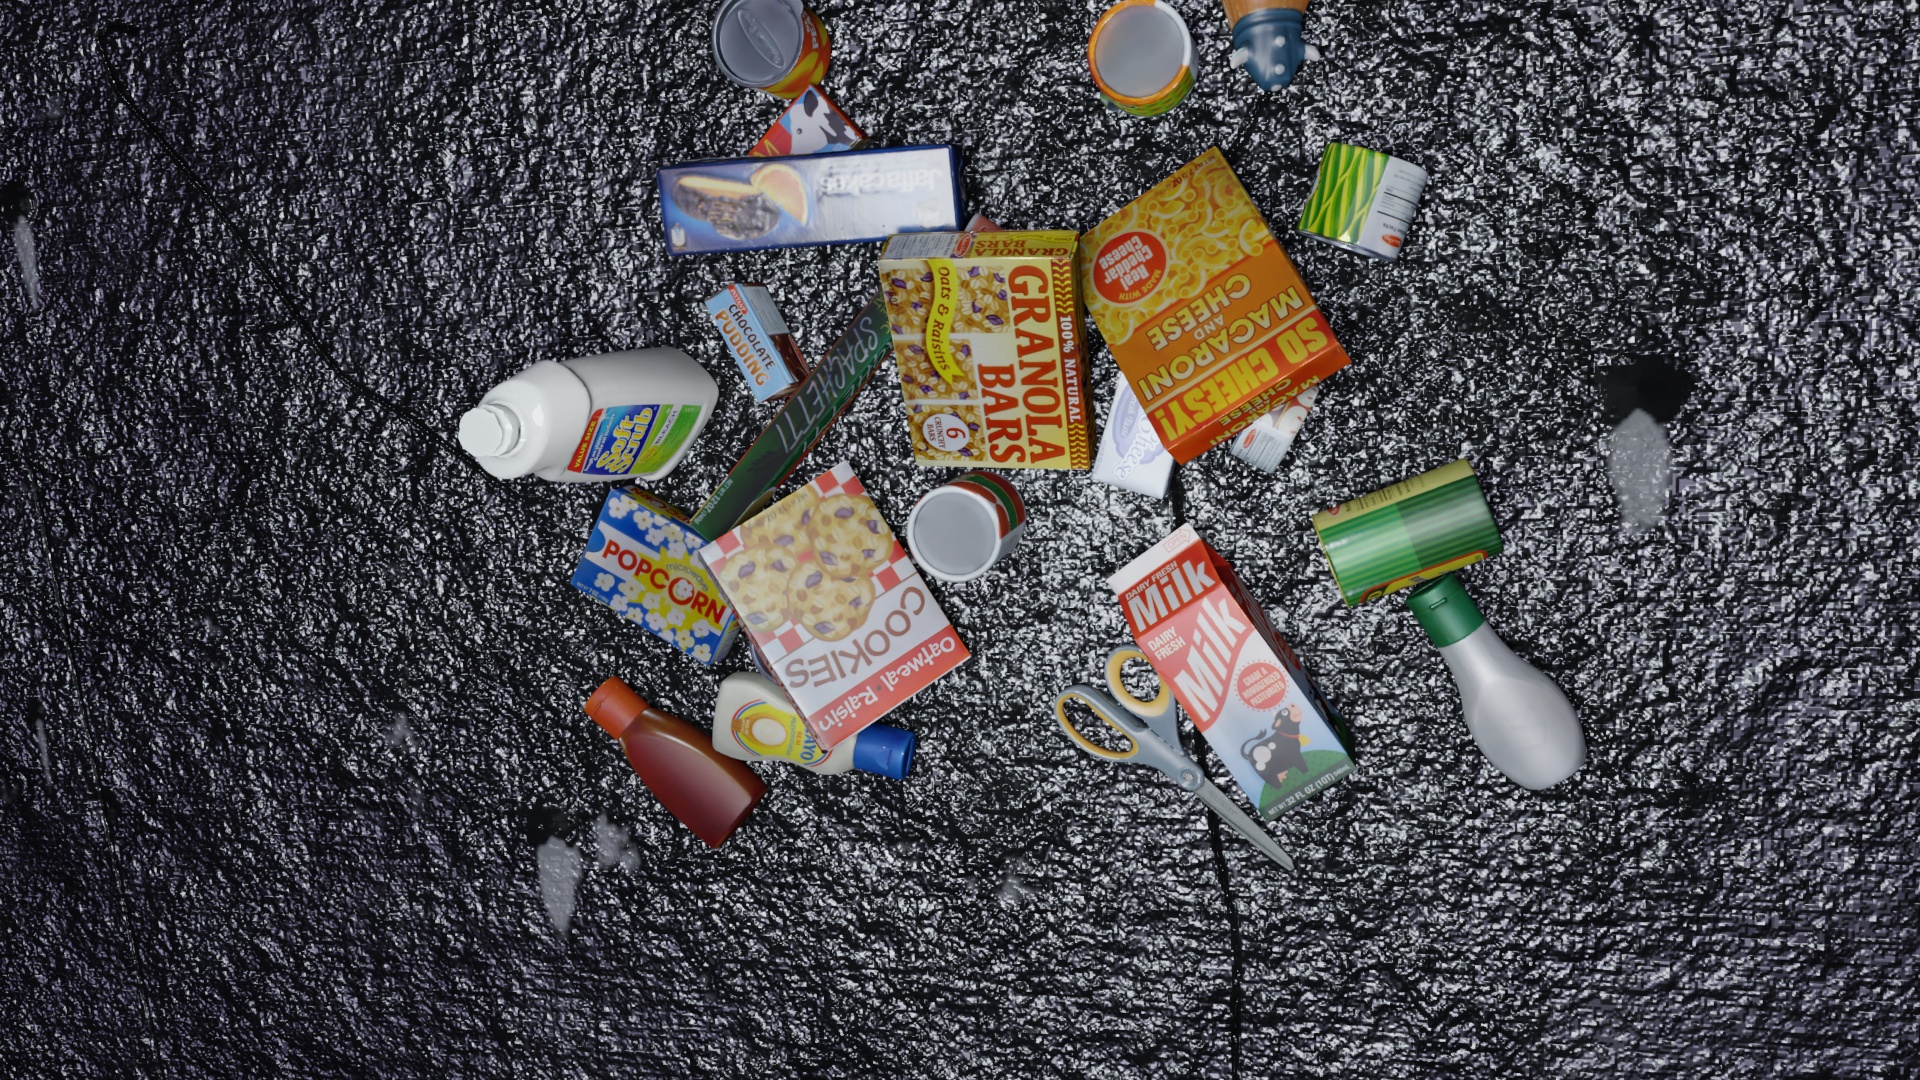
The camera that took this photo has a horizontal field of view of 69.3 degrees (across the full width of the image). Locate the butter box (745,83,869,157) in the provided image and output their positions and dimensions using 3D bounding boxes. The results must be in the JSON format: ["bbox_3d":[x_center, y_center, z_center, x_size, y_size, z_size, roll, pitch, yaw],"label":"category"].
[{"bbox_3d":[-0.118,-0.264,0.975,0.103,0.024,0.053,-43,88,16],"label":"butter box"}]

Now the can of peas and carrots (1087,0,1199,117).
[{"bbox_3d":[0.116,-0.308,0.893,0.071,0.059,0.070,2,99,14],"label":"can of peas and carrots"}]

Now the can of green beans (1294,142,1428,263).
[{"bbox_3d":[0.251,-0.212,0.871,0.071,0.071,0.057,20,103,10],"label":"can of green beans"}]

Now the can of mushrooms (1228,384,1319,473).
[{"bbox_3d":[0.205,-0.081,0.905,0.033,0.071,0.071,28,105,8],"label":"can of mushrooms"}]

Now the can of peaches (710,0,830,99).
[{"bbox_3d":[-0.126,-0.340,0.948,0.071,0.058,0.071,2,99,14],"label":"can of peaches"}]

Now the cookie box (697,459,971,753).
[{"bbox_3d":[-0.089,0.047,0.983,0.123,0.040,0.167,-33,90,-15],"label":"cookie box"}]

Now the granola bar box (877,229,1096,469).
[{"bbox_3d":[0.021,-0.123,0.915,0.124,0.039,0.164,2,132,13],"label":"granola bar box"}]

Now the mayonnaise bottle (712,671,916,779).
[{"bbox_3d":[-0.108,0.142,1.029,0.148,0.041,0.064,12,102,12],"label":"mayonnaise bottle"}]

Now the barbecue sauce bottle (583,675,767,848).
[{"bbox_3d":[-0.221,0.164,1.060,0.148,0.044,0.064,40,109,6],"label":"barbecue sauce bottle"}]

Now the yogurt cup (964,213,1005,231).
[{"bbox_3d":[0.021,-0.179,0.935,0.054,0.072,0.072,26,104,0],"label":"yogurt cup"}]

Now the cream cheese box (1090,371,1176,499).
[{"bbox_3d":[0.128,-0.085,0.944,0.053,0.024,0.103,17,103,9],"label":"cream cheese box"}]

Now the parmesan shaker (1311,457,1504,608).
[{"bbox_3d":[0.287,-0.004,0.892,0.103,0.071,0.071,-22,93,16],"label":"parmesan shaker"}]

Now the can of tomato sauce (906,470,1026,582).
[{"bbox_3d":[0.003,-0.012,0.955,0.071,0.083,0.071,2,100,13],"label":"can of tomato sauce"}]

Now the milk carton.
[{"bbox_3d":[0.181,0.084,0.932,0.072,0.073,0.190,-37,89,17],"label":"milk carton"}]

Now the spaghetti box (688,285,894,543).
[{"bbox_3d":[-0.102,-0.096,0.985,0.029,0.050,0.249,42,106,2],"label":"spaghetti box"}]

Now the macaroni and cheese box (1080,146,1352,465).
[{"bbox_3d":[0.152,-0.149,0.884,0.123,0.040,0.167,-32,63,17],"label":"macaroni and cheese box"}]

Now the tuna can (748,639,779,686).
[{"bbox_3d":[-0.119,0.072,1.025,0.071,0.033,0.071,2,100,13],"label":"tuna can"}]

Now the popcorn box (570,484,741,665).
[{"bbox_3d":[-0.216,0.025,1.039,0.127,0.038,0.085,29,106,7],"label":"popcorn box"}]

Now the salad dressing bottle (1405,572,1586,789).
[{"bbox_3d":[0.348,0.090,0.908,0.064,0.044,0.147,-34,89,18],"label":"salad dressing bottle"}]

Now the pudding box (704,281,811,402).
[{"bbox_3d":[-0.142,-0.141,0.988,0.030,0.050,0.083,-28,92,18],"label":"pudding box"}]
